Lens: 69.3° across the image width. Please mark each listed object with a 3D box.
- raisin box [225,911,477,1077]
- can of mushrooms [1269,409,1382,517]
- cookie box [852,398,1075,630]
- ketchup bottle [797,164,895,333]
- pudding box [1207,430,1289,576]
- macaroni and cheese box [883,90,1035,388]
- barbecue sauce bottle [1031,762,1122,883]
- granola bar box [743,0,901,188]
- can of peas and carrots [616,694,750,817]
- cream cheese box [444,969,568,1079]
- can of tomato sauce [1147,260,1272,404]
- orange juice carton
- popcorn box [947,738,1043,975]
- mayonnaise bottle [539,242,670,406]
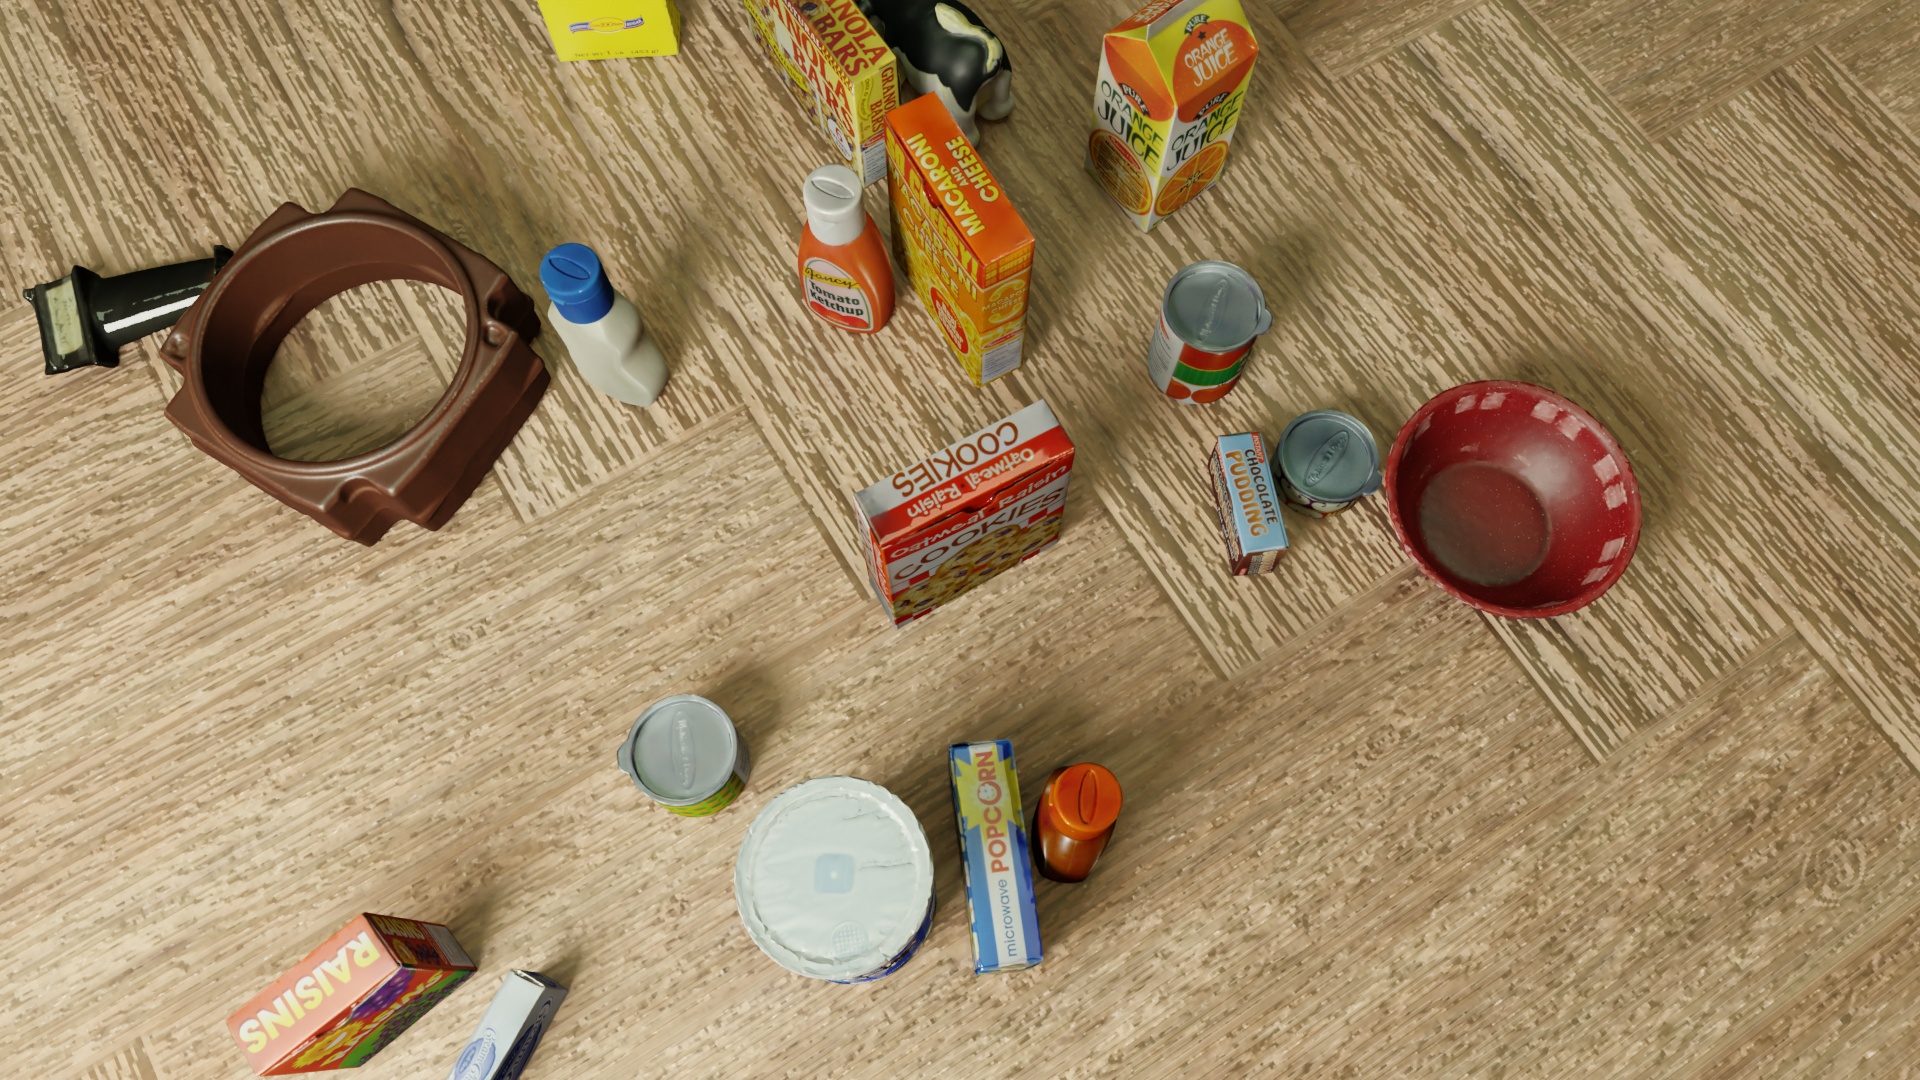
[{"bbox_3d":[-0.330,0.250,0.764,0.086,0.123,0.040,-38,75,-12],"label":"raisin box"},{"bbox_3d":[0.242,-0.049,0.920,0.071,0.033,0.071,0,71,0],"label":"can of mushrooms"},{"bbox_3d":[0.003,-0.010,0.835,0.123,0.167,0.040,-28,73,-9],"label":"cookie box"},{"bbox_3d":[-0.077,-0.190,0.908,0.065,0.148,0.043,22,72,7],"label":"ketchup bottle"},{"bbox_3d":[0.186,-0.024,0.902,0.030,0.049,0.084,-8,71,-3],"label":"pudding box"},{"bbox_3d":[-0.003,-0.188,0.898,0.040,0.166,0.124,-29,73,-9],"label":"macaroni and cheese box"},{"bbox_3d":[0.065,0.156,0.786,0.044,0.148,0.065,7,71,3],"label":"barbecue sauce bottle"},{"bbox_3d":[-0.099,-0.349,0.977,0.039,0.124,0.166,-32,74,-10],"label":"granola bar box"},{"bbox_3d":[-0.166,0.132,0.841,0.071,0.058,0.071,0,71,0],"label":"can of peas and carrots"},{"bbox_3d":[-0.265,0.296,0.786,0.024,0.053,0.104,26,73,8],"label":"cream cheese box"},{"bbox_3d":[0.164,-0.136,0.925,0.071,0.083,0.071,0,71,0],"label":"can of tomato sauce"},{"bbox_3d":[0.138,-0.296,0.923,0.072,0.192,0.073,-37,75,-12],"label":"orange juice carton"},{"bbox_3d":[0.019,0.186,0.809,0.038,0.085,0.127,-7,71,-3],"label":"popcorn box"},{"bbox_3d":[-0.230,-0.137,0.889,0.065,0.147,0.041,26,73,9],"label":"mayonnaise bottle"}]
